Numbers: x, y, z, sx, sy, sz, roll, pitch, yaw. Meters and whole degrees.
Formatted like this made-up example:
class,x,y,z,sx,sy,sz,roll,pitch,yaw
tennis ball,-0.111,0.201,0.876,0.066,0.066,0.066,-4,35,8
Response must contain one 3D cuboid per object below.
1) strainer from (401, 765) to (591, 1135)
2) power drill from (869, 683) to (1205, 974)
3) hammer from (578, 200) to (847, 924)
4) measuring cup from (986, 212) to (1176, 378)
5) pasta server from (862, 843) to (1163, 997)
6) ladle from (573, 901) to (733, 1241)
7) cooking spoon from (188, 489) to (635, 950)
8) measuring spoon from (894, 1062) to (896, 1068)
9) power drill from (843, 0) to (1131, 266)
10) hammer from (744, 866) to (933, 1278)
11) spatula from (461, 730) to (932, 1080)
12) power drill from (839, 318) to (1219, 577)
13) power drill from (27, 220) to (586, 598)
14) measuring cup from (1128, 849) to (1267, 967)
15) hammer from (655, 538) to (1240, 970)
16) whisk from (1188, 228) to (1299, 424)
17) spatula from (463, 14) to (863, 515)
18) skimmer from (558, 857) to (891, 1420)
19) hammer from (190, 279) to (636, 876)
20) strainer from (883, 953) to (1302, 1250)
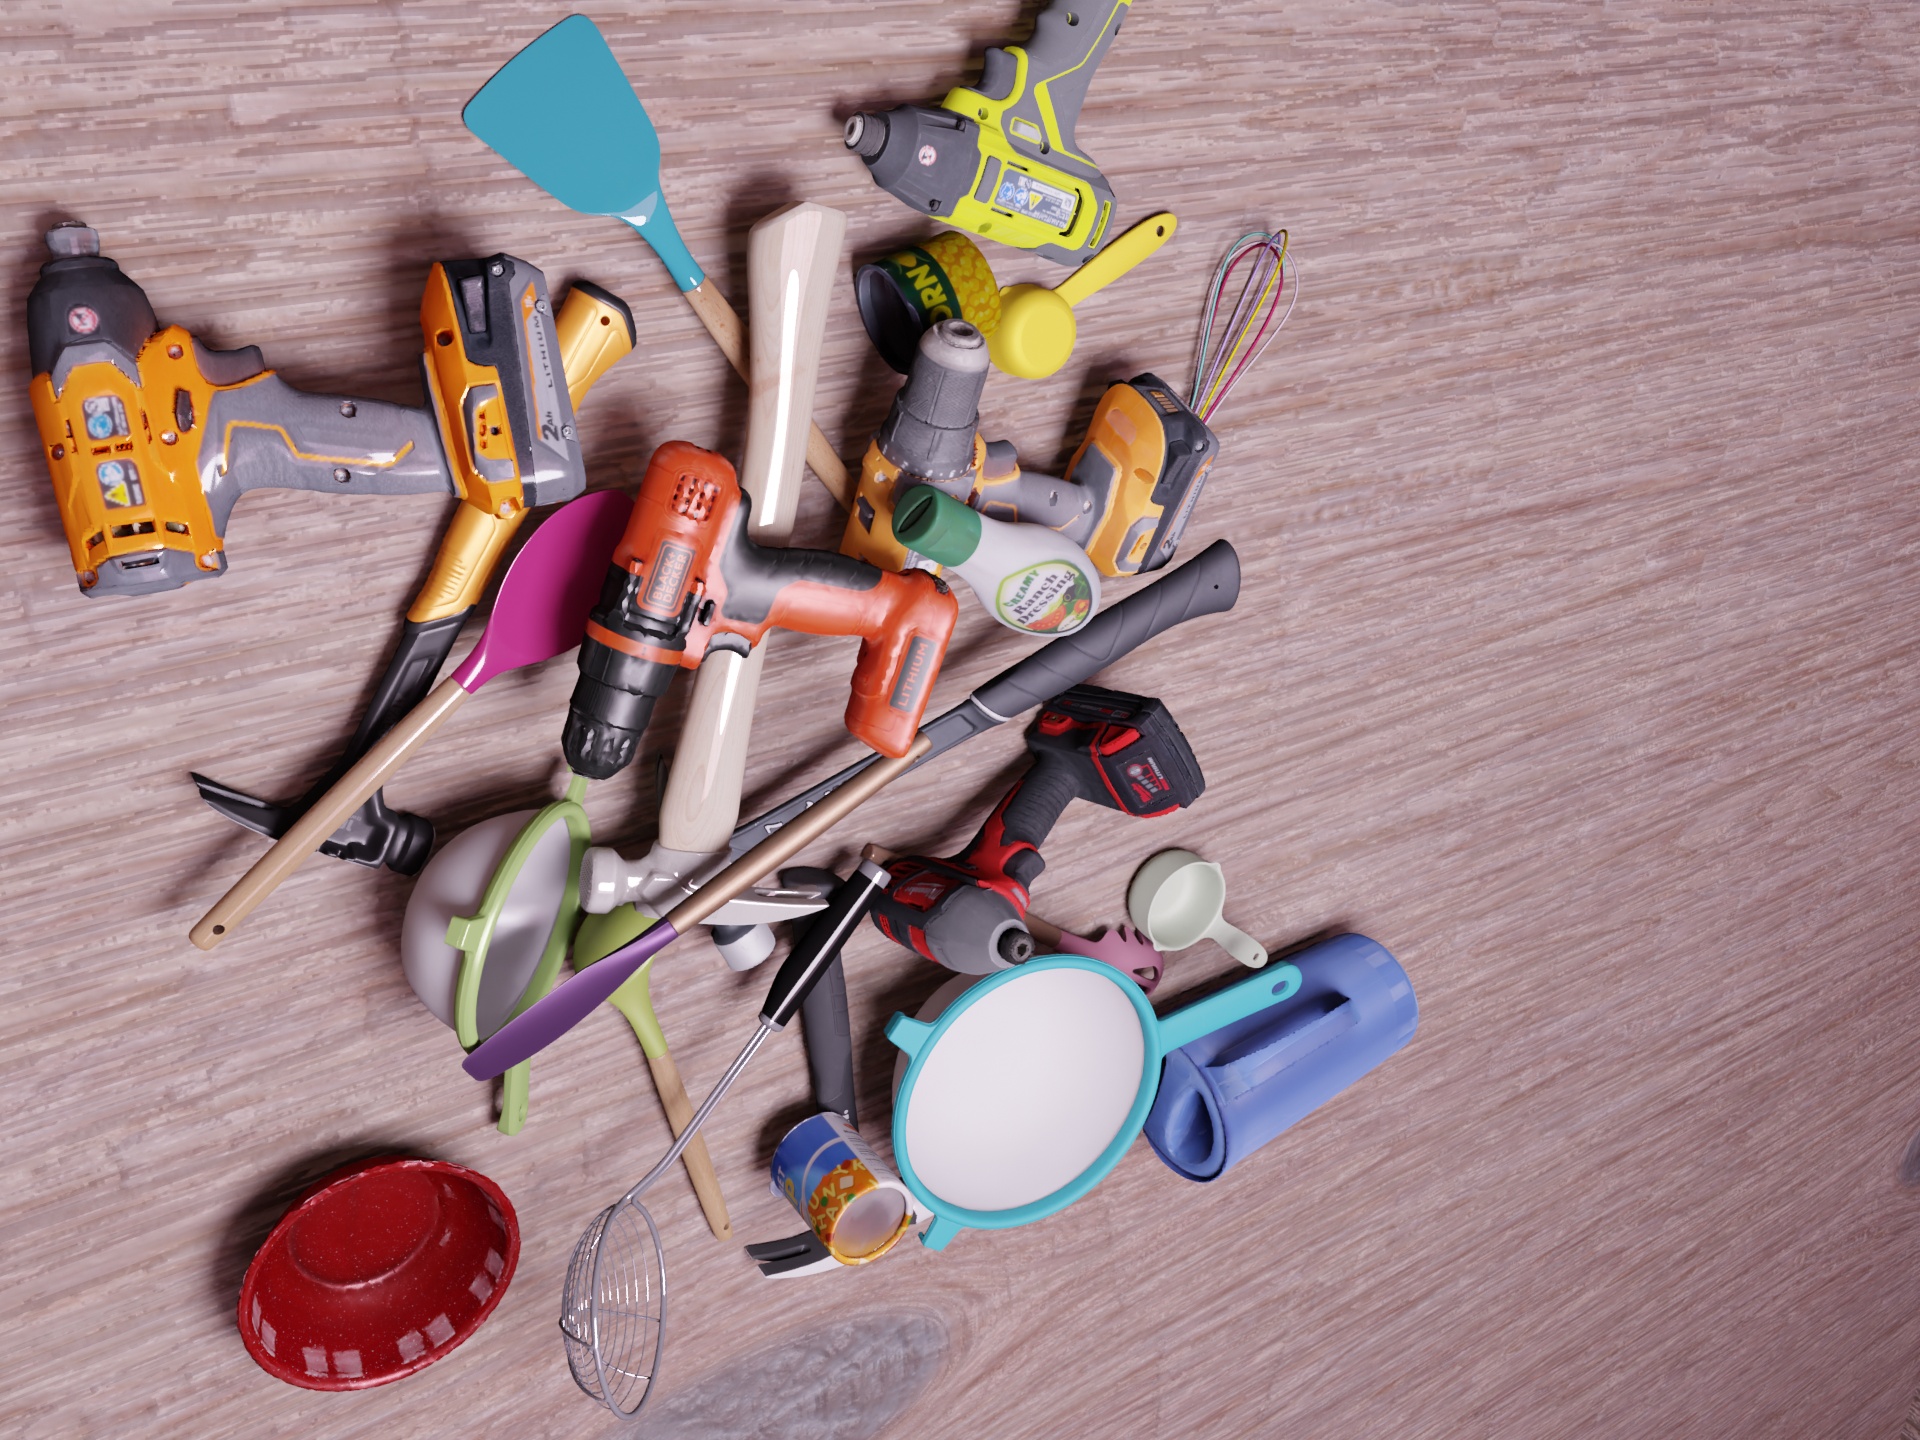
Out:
class,x,y,z,sx,sy,sz,roll,pitch,yaw
strainer,-0.279,0.149,0.924,0.069,0.152,0.256,18,127,4
power drill,0.052,0.077,1.050,0.220,0.143,0.078,-43,119,-21
hammer,-0.110,-0.077,0.895,0.146,0.038,0.410,6,106,-24
measuring cup,0.083,-0.269,0.992,0.156,0.029,0.062,-39,128,-11
pasta server,0.047,0.148,1.169,0.316,0.040,0.060,28,94,-35
ladle,-0.183,0.238,1.036,0.078,0.062,0.319,-40,134,-37
cooking spoon,-0.282,-0.001,0.835,0.319,0.017,0.068,-47,131,-9
measuring spoon,-0.003,0.215,1.169,0.124,0.018,0.034,-48,129,-5
power drill,0.037,-0.383,0.880,0.171,0.080,0.223,8,110,-37
hammer,-0.094,0.249,1.113,0.146,0.035,0.334,-19,121,-27
spatula,-0.142,0.102,0.902,0.316,0.018,0.059,-37,158,-15
power drill,0.044,-0.158,0.956,0.226,0.084,0.185,-10,139,-30
power drill,-0.303,-0.156,0.737,0.226,0.084,0.164,-13,100,-19
measuring cup,0.192,0.157,1.264,0.167,0.038,0.083,37,89,-42
hammer,-0.002,-0.003,0.998,0.409,0.036,0.149,-30,115,-6
whisk,0.163,-0.213,1.067,0.051,0.047,0.245,12,107,-39
spatula,-0.136,-0.224,0.872,0.082,0.044,0.317,-46,134,-9
skimmer,-0.133,0.258,1.005,0.363,0.090,0.127,-55,164,-7
hammer,-0.271,-0.080,0.839,0.127,0.034,0.337,25,96,-40
strainer,0.088,0.228,1.160,0.340,0.095,0.210,-18,115,-23
